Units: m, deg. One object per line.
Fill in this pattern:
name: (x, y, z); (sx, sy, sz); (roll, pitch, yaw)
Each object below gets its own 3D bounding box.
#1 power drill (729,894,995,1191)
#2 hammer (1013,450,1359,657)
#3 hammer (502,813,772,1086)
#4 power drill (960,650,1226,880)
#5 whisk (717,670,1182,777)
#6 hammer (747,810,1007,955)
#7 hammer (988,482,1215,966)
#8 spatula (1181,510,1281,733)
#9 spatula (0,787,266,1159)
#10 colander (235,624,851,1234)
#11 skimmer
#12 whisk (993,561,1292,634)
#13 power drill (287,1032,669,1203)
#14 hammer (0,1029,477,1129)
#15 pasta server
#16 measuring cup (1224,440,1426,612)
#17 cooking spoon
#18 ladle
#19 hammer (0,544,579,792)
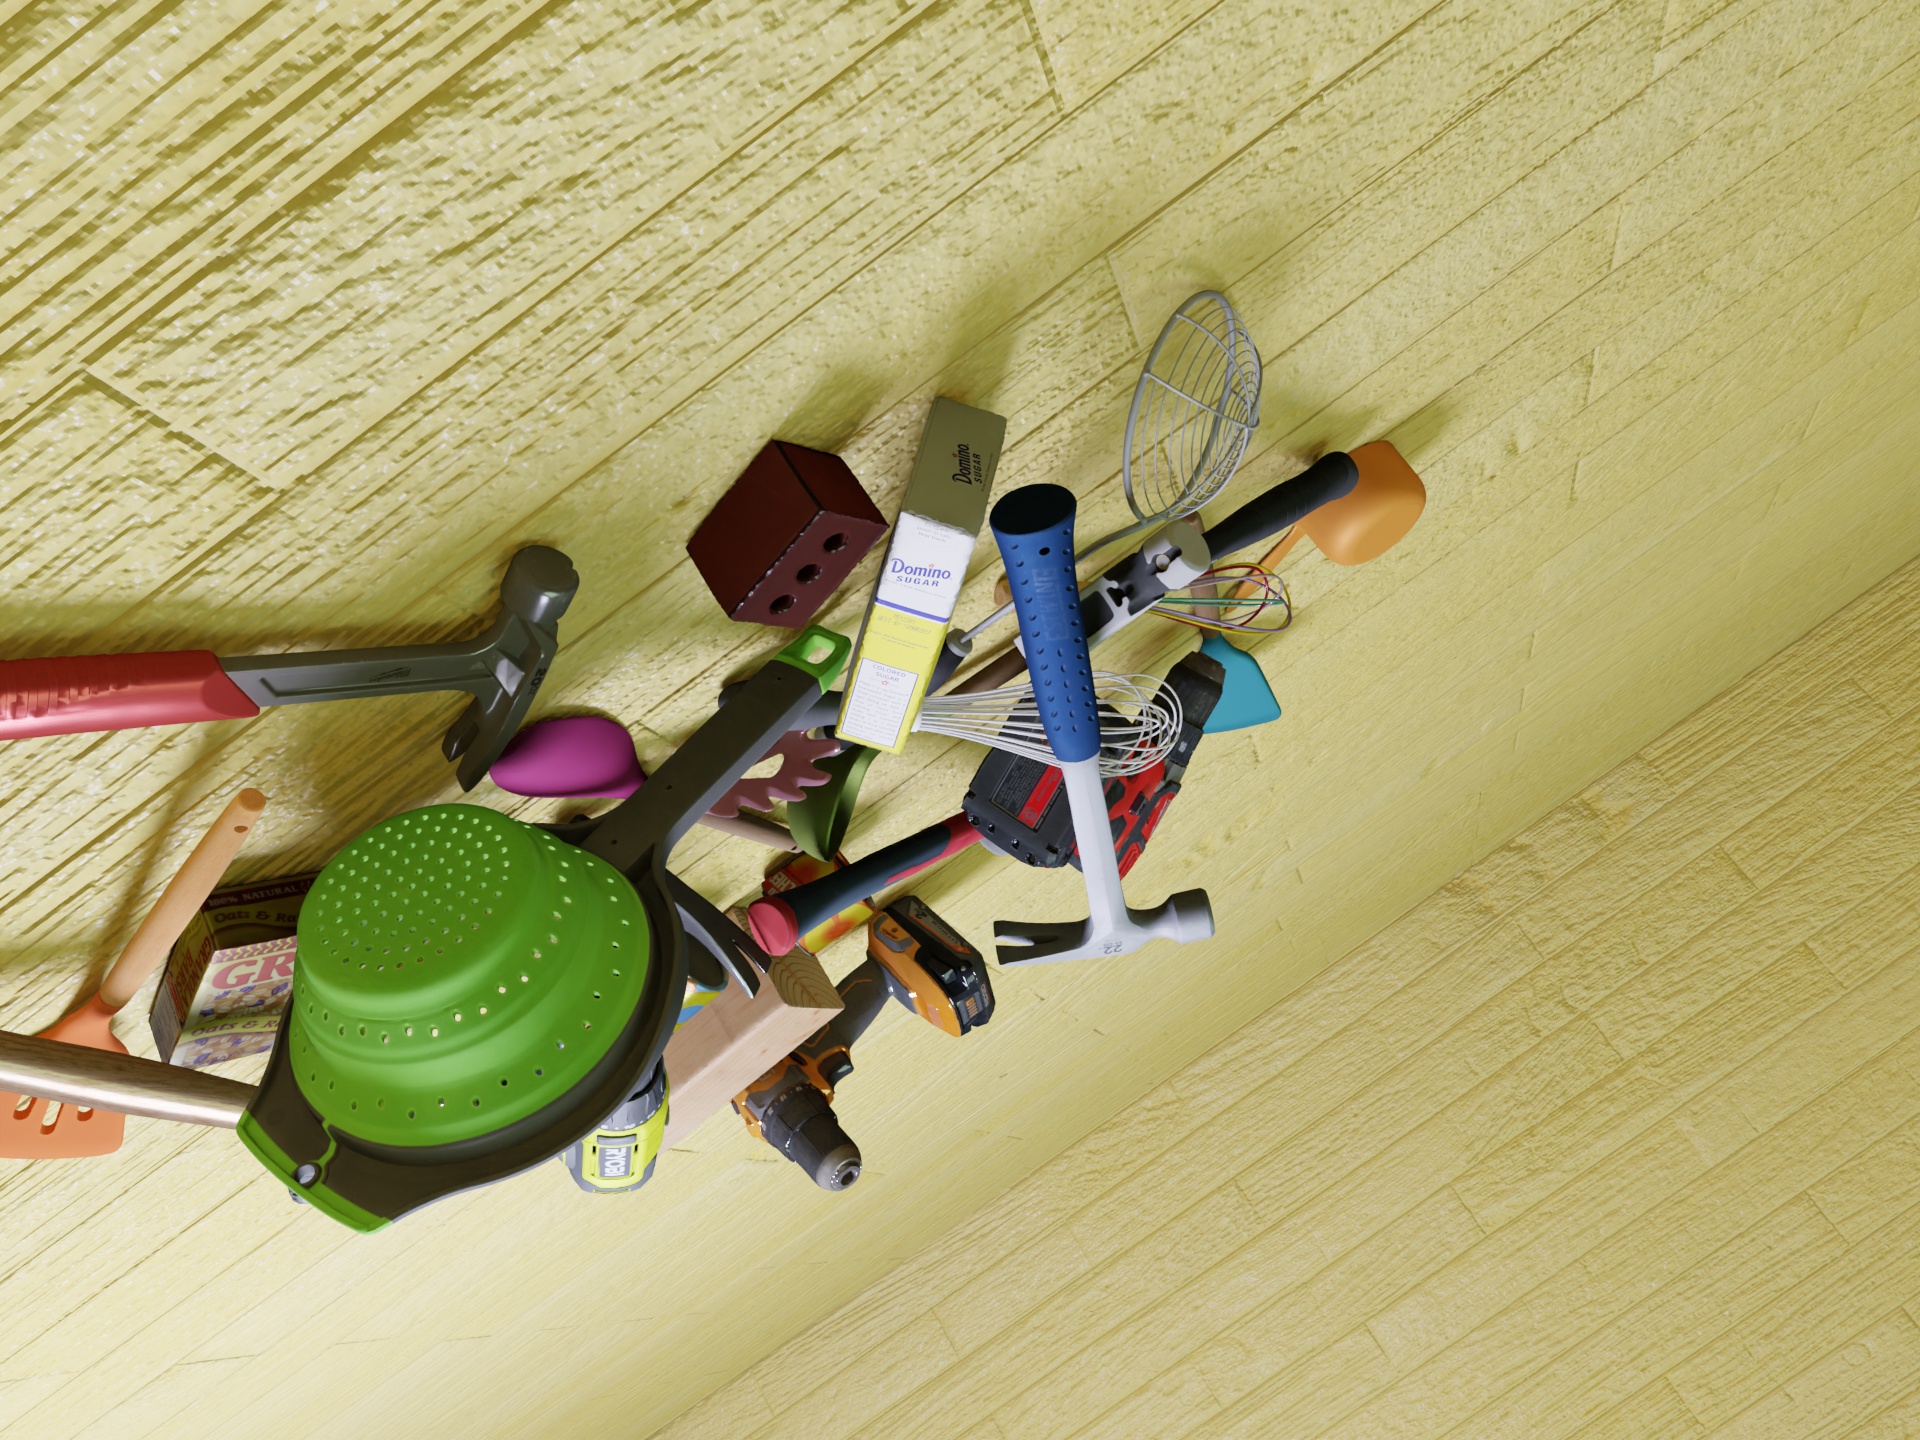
power drill: (-0.078, 0.260, 1.279); (0.226, 0.186, 0.084); (-34, 134, -21)
hammer: (0.161, -0.111, 0.984); (0.146, 0.035, 0.335); (-36, 177, 42)
hammer: (-0.262, 0.209, 1.068); (0.408, 0.149, 0.036); (-49, -168, 43)
power drill: (0.108, 0.025, 1.123); (0.188, 0.080, 0.226); (-60, 156, 7)
whisk: (-0.002, -0.002, 0.945); (0.284, 0.070, 0.070); (3, 144, -14)
hammer: (-0.015, 0.079, 1.111); (0.143, 0.038, 0.386); (-48, 167, 27)
hammer: (0.063, 0.026, 0.909); (0.144, 0.035, 0.405); (-12, 140, 3)
spatula: (0.189, -0.069, 1.186); (0.082, 0.044, 0.317); (-10, 157, 10)
spatula: (-0.402, 0.130, 0.772); (0.081, 0.041, 0.322); (14, 137, -39)
colander: (-0.190, 0.054, 0.782); (0.397, 0.205, 0.094); (-48, 145, -31)
skimmer: (0.030, -0.103, 0.933); (0.363, 0.090, 0.127); (-35, 169, 29)
whisk: (0.126, -0.083, 1.053); (0.245, 0.051, 0.047); (-1, 103, -32)
power drill: (-0.294, 0.236, 0.985); (0.228, 0.080, 0.190); (1, 144, -13)
hammer: (-0.392, 0.190, 0.808); (0.130, 0.031, 0.331); (-36, 139, 23)
pasta server: (-0.205, 0.069, 0.886); (0.316, 0.060, 0.040); (-28, -172, -32)
measuring cup: (0.267, -0.125, 1.168); (0.173, 0.052, 0.095); (-48, 153, 24)
cooking spoon: (-0.174, 0.049, 0.972); (0.069, 0.017, 0.318); (-38, 155, 10)
ladle: (0.021, -0.015, 1.059); (0.320, 0.062, 0.078); (-33, 166, -9)
hammer: (-0.332, -0.006, 0.639); (0.359, 0.037, 0.149); (-8, 146, -46)
